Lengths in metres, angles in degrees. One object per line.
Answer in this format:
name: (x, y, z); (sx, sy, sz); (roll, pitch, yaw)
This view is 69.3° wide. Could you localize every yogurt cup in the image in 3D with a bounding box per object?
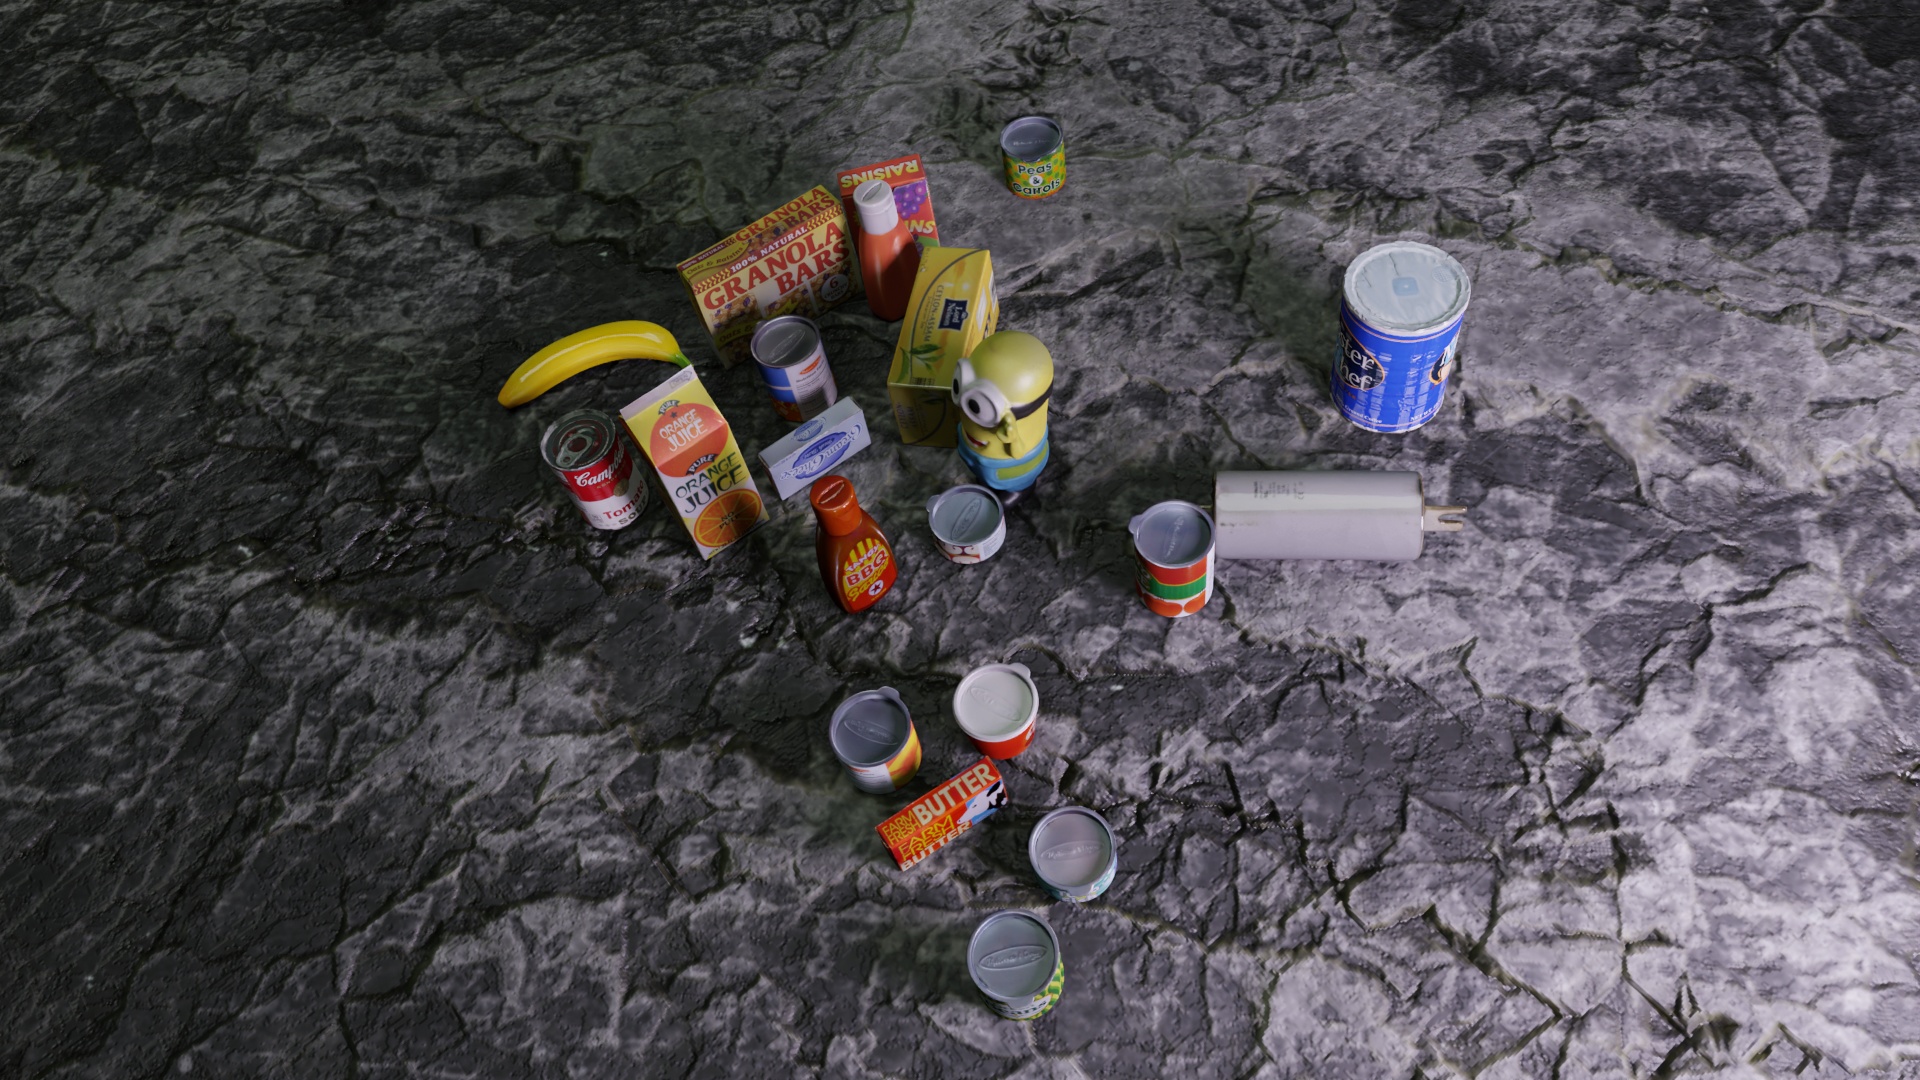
yogurt cup: (0.030, 0.140, 1.112); (0.072, 0.053, 0.073); (-4, 56, 6)

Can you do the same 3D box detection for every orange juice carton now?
orange juice carton: (-0.236, -0.073, 1.210); (0.072, 0.191, 0.073); (-34, 59, -13)

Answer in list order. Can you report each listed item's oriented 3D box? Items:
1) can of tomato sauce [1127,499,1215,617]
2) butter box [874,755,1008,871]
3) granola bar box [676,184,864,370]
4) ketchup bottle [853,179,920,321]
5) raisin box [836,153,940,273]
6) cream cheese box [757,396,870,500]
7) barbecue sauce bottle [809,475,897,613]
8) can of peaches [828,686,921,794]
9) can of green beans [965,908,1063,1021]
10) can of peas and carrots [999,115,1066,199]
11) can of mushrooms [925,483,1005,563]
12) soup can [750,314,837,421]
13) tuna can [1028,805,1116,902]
can of tomato sauce: (0.175, 0.016, 1.154); (0.071, 0.082, 0.071); (-4, 57, 6)
butter box: (-0.013, 0.211, 1.072); (0.104, 0.053, 0.024); (-31, 58, -12)
granola bar box: (-0.184, -0.258, 1.365); (0.166, 0.123, 0.039); (-33, 58, -13)
ketchup bottle: (-0.072, -0.283, 1.350); (0.043, 0.148, 0.065); (29, 66, 24)
raisin box: (-0.069, -0.320, 1.389); (0.086, 0.122, 0.040); (-13, 56, 0)
cream cheese box: (-0.134, -0.085, 1.286); (0.104, 0.053, 0.024); (-35, 59, -14)
barbecue sauce bottle: (-0.094, 0.001, 1.165); (0.065, 0.147, 0.044); (-40, 60, -17)
can of peaches: (-0.066, 0.160, 1.111); (0.071, 0.057, 0.071); (-4, 56, 6)
can of green beans: (0.040, 0.306, 0.998); (0.071, 0.057, 0.071); (-4, 56, 6)
can of peas and carrots: (0.077, -0.400, 1.459); (0.071, 0.058, 0.071); (-4, 56, 6)
can of mushrooms: (0.004, -0.015, 1.231); (0.071, 0.033, 0.071); (-4, 56, 6)
soup can: (-0.159, -0.165, 1.324); (0.071, 0.083, 0.072); (-4, 57, 6)
tuna can: (0.086, 0.240, 1.050); (0.071, 0.032, 0.071); (-4, 56, 6)
